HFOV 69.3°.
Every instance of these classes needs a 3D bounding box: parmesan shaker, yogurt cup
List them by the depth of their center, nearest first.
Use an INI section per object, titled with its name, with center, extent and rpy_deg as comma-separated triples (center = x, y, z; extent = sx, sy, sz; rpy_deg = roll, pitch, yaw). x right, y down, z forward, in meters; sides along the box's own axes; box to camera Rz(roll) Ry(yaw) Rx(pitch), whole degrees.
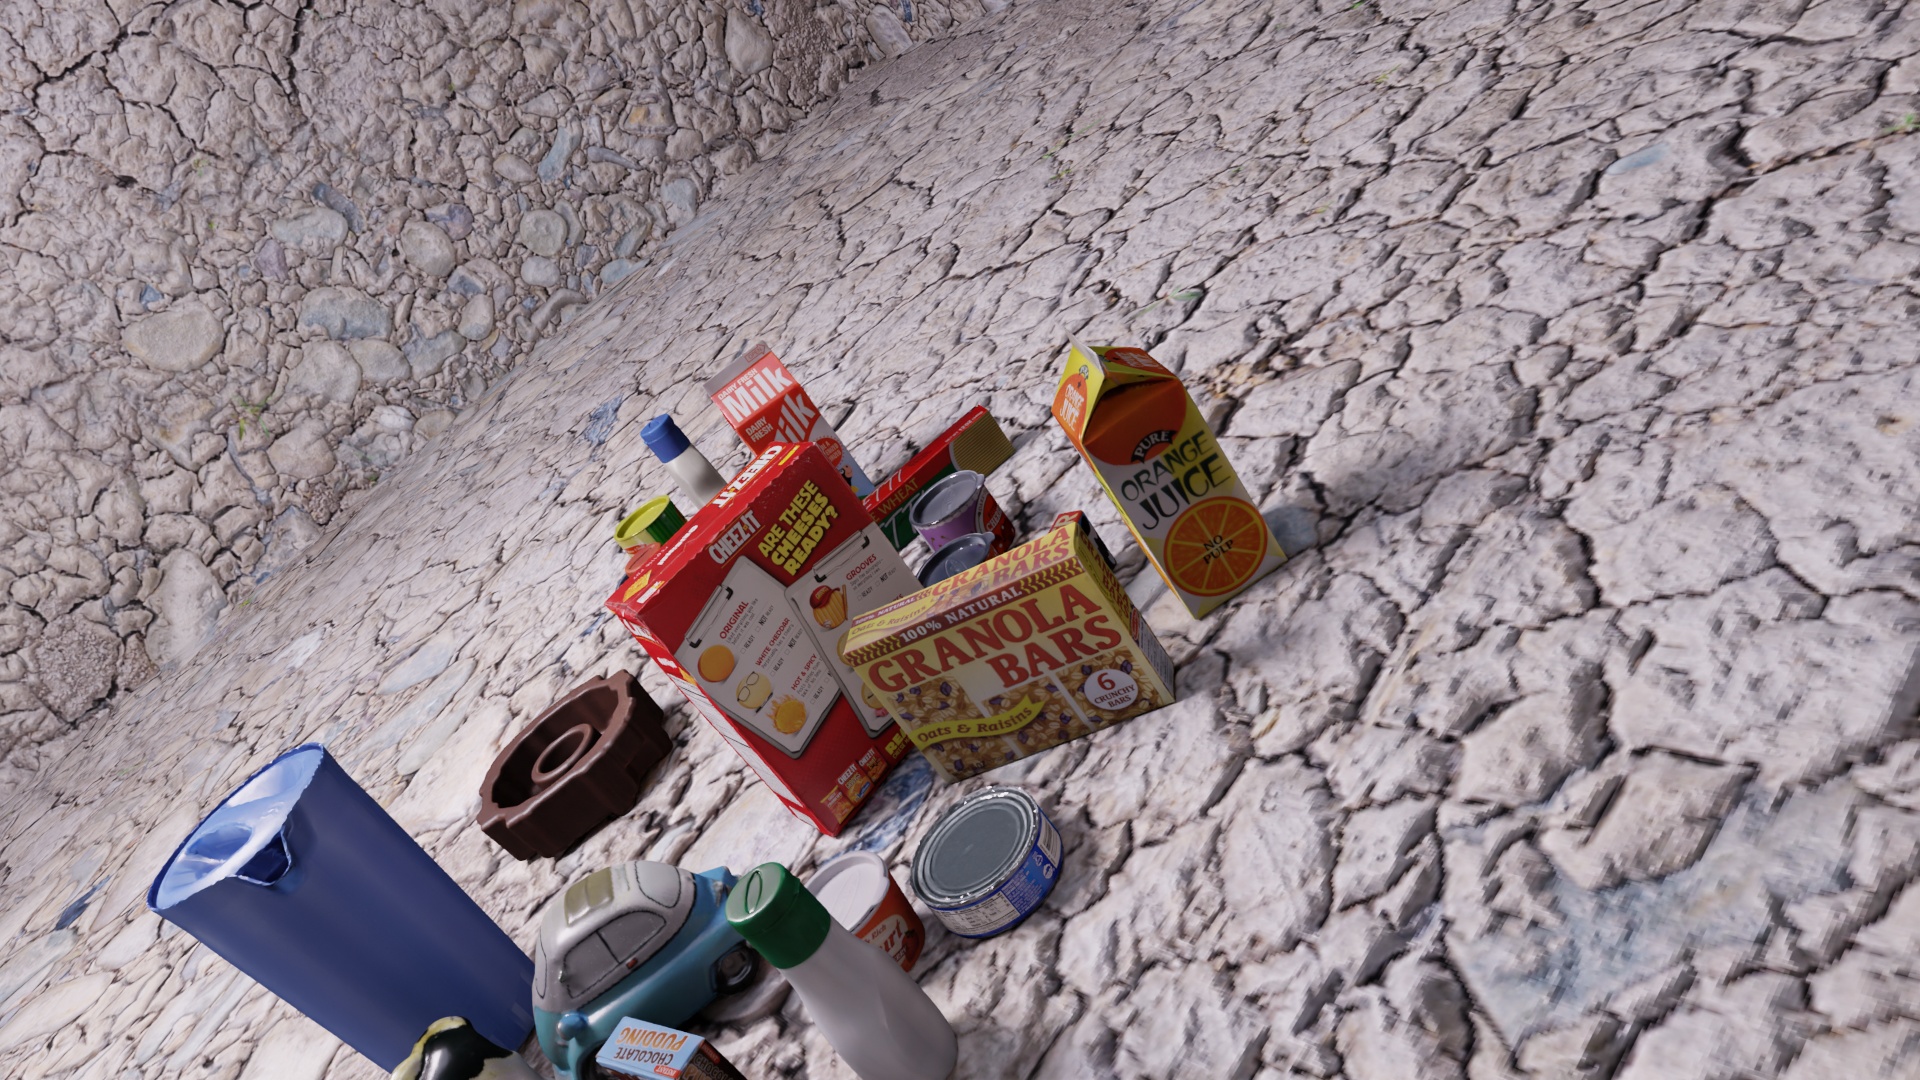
[yogurt cup]
center = -0.057, 0.220, 0.792
extent = 0.072, 0.053, 0.073
rpy_deg = -28, 26, 16
[parmesan shaker]
center = -0.283, 0.015, 1.363
extent = 0.071, 0.103, 0.071
rpy_deg = -28, 26, 16

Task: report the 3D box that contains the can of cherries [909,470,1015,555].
[can of cherries]
center = 0.004, -0.014, 1.112
extent = 0.071, 0.058, 0.072
rpy_deg = -28, 26, 16

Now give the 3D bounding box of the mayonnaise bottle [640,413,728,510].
[mayonnaise bottle]
center = -0.269, -0.064, 1.429
extent = 0.041, 0.147, 0.065
rpy_deg = -43, 26, -14

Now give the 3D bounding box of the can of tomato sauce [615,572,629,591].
[can of tomato sauce]
center = -0.269, 0.057, 1.297
extent = 0.071, 0.083, 0.071
rpy_deg = -28, 26, 16

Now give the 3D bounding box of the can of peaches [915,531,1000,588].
[can of peaches]
center = 0.010, 0.036, 1.019
extent = 0.071, 0.058, 0.071
rpy_deg = -28, 26, 16

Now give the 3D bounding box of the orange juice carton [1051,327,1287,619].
[orange juice carton]
center = 0.122, -0.050, 0.874
extent = 0.073, 0.192, 0.072
rpy_deg = -34, 25, 4

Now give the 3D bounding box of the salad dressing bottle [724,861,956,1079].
[salad dressing bottle]
center = -0.058, 0.218, 0.688
extent = 0.044, 0.147, 0.064
rpy_deg = -30, 26, 13

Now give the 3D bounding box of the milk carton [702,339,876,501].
[milk carton]
center = -0.155, -0.090, 1.284
extent = 0.072, 0.190, 0.073
rpy_deg = -39, 25, -5

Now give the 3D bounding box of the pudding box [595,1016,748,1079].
[pudding box]
center = -0.163, 0.302, 0.788
extent = 0.083, 0.049, 0.030
rpy_deg = -8, 37, 44

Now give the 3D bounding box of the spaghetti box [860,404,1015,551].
[spaghetti box]
center = -0.060, -0.021, 1.213
extent = 0.250, 0.050, 0.029
rpy_deg = -41, 26, -10

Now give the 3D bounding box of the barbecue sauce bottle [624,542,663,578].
[barbecue sauce bottle]
center = -0.215, 0.067, 1.139
extent = 0.065, 0.148, 0.043
rpy_deg = -48, 28, -24

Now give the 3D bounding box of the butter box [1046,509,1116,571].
[butter box]
center = 0.070, 0.032, 0.959
extent = 0.024, 0.053, 0.104
rpy_deg = -11, 35, 42

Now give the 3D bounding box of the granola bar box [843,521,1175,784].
[granola bar box]
center = 0.031, 0.072, 0.855
extent = 0.165, 0.124, 0.039
rpy_deg = -24, 28, 23
